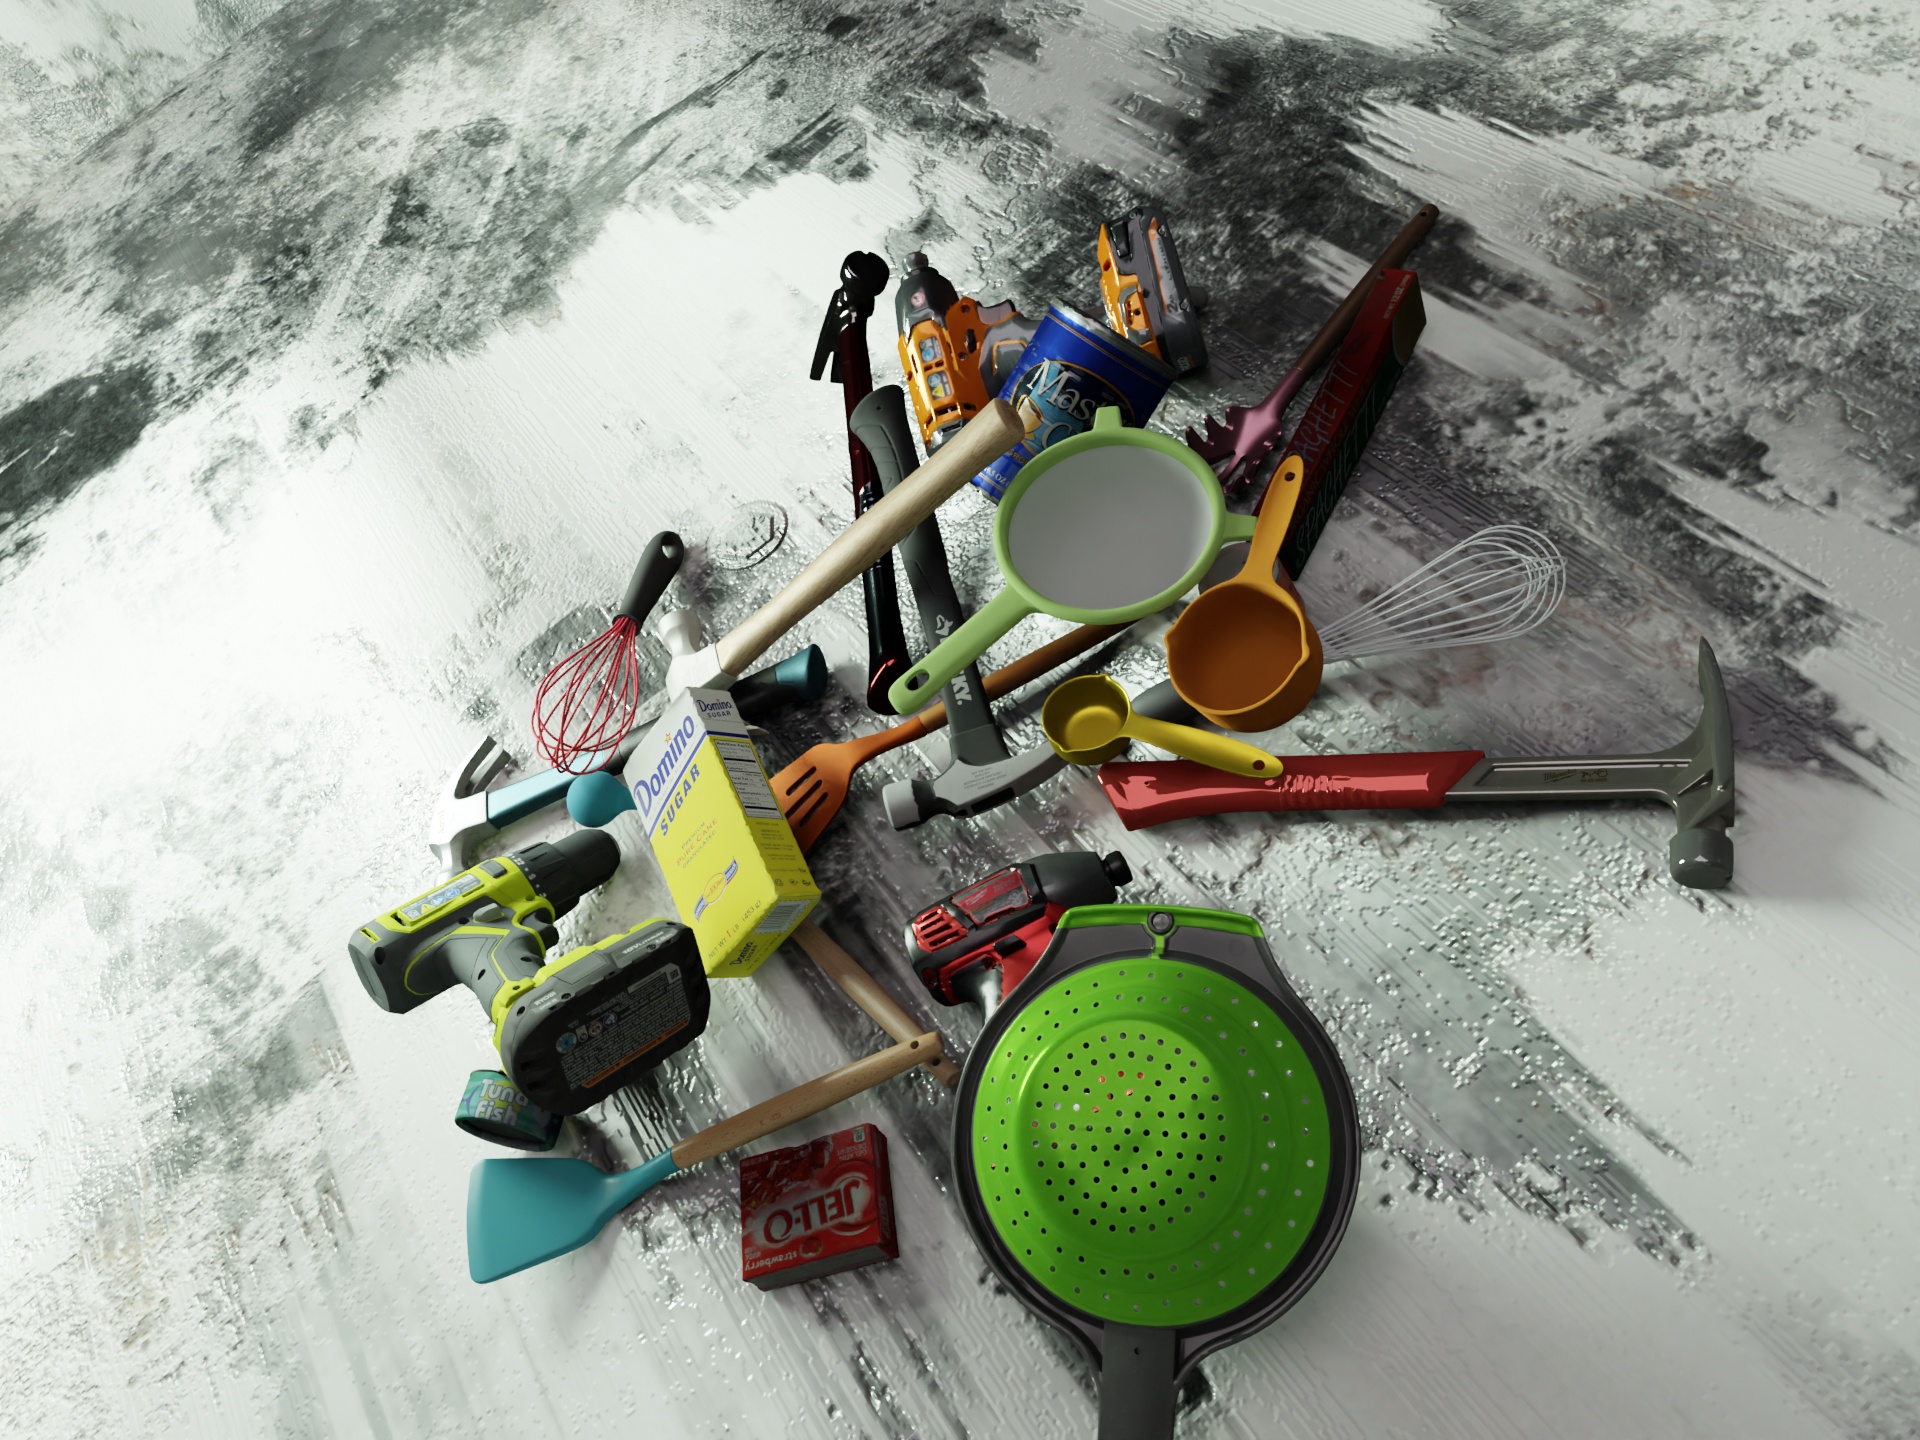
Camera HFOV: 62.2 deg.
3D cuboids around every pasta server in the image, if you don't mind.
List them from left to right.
[{"bbox_3d":[0.261,-0.275,1.160,0.060,0.040,0.316,32,72,26],"label":"pasta server"}]

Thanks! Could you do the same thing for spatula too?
[{"bbox_3d":[-0.155,0.252,0.960,0.317,0.044,0.082,-26,47,12],"label":"spatula"},{"bbox_3d":[-0.101,0.142,1.040,0.060,0.018,0.316,-48,49,-8],"label":"spatula"},{"bbox_3d":[-0.002,-0.004,1.098,0.322,0.041,0.081,-28,50,-1],"label":"spatula"}]

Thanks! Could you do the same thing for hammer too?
[{"bbox_3d":[-0.250,0.025,1.189,0.331,0.033,0.128,-23,50,9],"label":"hammer"},{"bbox_3d":[-0.085,-0.104,1.092,0.331,0.031,0.130,-37,53,25],"label":"hammer"},{"bbox_3d":[-0.074,-0.170,1.222,0.038,0.143,0.387,3,60,-18],"label":"hammer"},{"bbox_3d":[-0.014,-0.094,1.098,0.146,0.035,0.335,-17,65,3],"label":"hammer"},{"bbox_3d":[0.257,0.027,0.939,0.359,0.036,0.149,-2,55,24],"label":"hammer"}]

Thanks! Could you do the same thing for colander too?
[{"bbox_3d":[0.079,0.275,0.735,0.204,0.094,0.397,1,74,14],"label":"colander"}]

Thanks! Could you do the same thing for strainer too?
[{"bbox_3d":[0.061,-0.080,1.035,0.256,0.069,0.152,-40,60,-8],"label":"strainer"}]

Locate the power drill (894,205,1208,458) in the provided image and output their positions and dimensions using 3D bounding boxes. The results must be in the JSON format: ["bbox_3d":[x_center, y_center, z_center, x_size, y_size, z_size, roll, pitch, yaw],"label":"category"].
[{"bbox_3d":[0.059,-0.309,1.217,0.226,0.084,0.164,-17,84,14],"label":"power drill"}]

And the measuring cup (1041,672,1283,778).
[{"bbox_3d":[0.124,0.015,0.977,0.156,0.029,0.062,17,63,25],"label":"measuring cup"}]

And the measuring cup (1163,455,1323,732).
[{"bbox_3d":[0.189,-0.075,0.972,0.095,0.052,0.174,10,73,35],"label":"measuring cup"}]

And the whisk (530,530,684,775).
[{"bbox_3d":[-0.259,-0.060,1.209,0.073,0.073,0.296,-12,36,18],"label":"whisk"}]

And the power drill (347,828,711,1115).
[{"bbox_3d":[-0.265,0.149,1.037,0.190,0.080,0.229,-29,33,-34],"label":"power drill"}]

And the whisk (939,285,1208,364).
[{"bbox_3d":[0.079,-0.314,1.273,0.239,0.055,0.055,-9,53,15],"label":"whisk"}]

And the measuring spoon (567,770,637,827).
[{"bbox_3d":[-0.224,0.054,1.134,0.128,0.021,0.042,-1,74,14],"label":"measuring spoon"}]

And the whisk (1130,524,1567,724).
[{"bbox_3d":[0.237,-0.049,0.996,0.284,0.070,0.070,-20,50,18],"label":"whisk"}]

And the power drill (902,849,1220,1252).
[{"bbox_3d":[0.059,0.172,0.906,0.143,0.078,0.220,-27,46,5],"label":"power drill"}]
